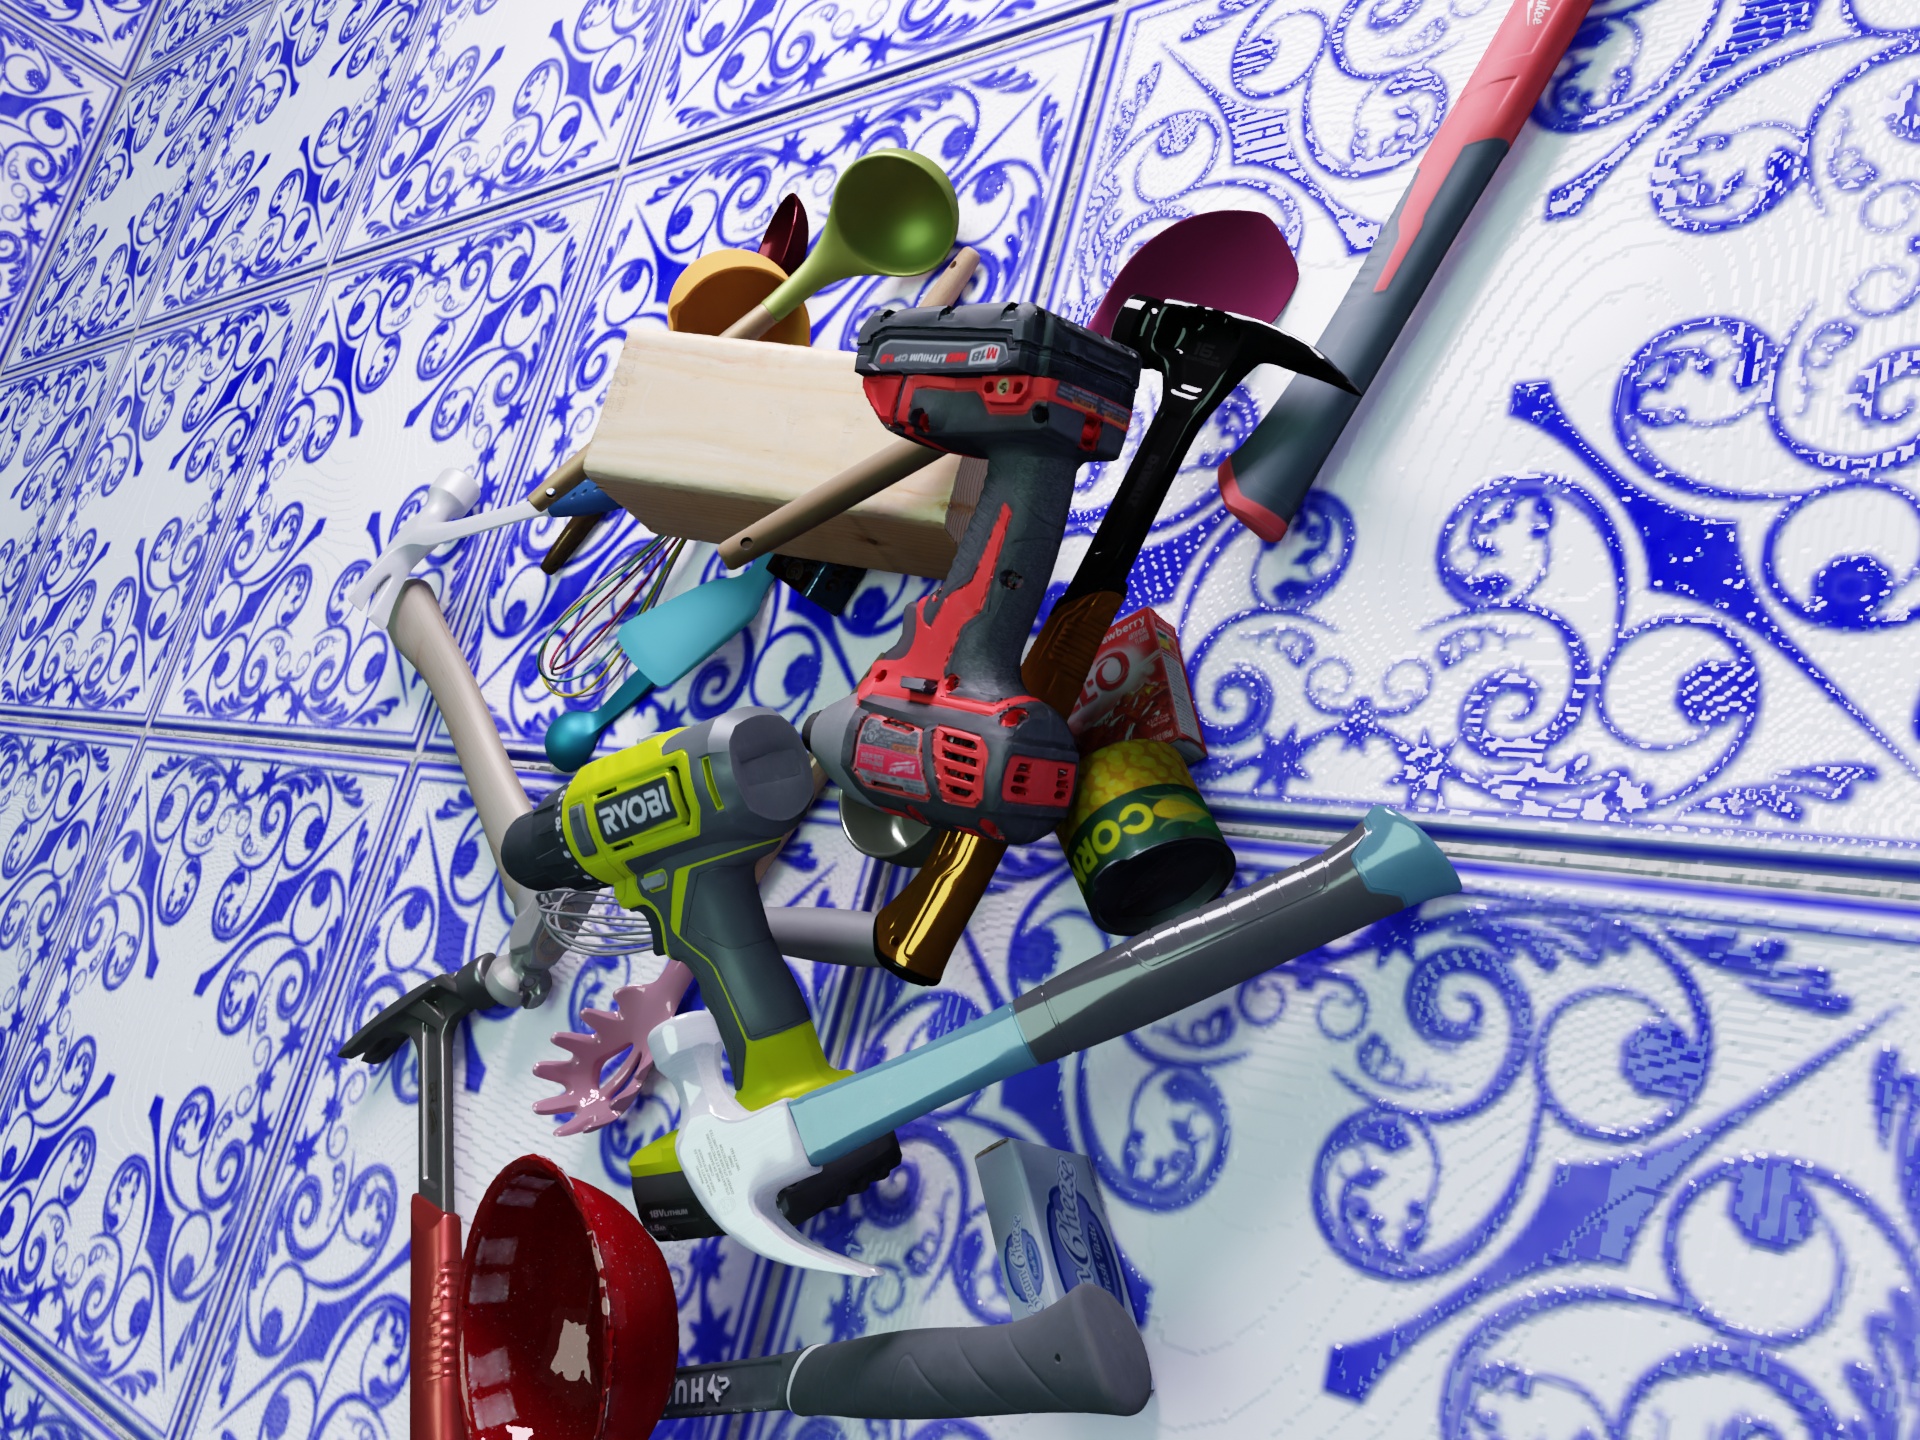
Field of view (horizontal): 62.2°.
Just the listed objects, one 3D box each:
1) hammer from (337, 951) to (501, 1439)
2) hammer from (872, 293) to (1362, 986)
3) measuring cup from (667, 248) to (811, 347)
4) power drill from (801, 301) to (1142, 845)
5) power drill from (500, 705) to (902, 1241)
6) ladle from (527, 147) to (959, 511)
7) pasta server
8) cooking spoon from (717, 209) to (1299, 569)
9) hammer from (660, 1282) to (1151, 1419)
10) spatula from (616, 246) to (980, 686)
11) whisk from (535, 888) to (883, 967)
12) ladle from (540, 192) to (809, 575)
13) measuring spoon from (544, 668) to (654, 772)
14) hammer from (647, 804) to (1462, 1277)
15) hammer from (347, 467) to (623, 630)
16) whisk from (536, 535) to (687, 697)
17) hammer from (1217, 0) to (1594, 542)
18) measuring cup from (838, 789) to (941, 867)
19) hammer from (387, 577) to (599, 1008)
[{"bbox_3d":[-0.309,0.320,0.921,0.149,0.036,0.359,-33,51,25],"label":"hammer"},{"bbox_3d":[0.054,-0.030,0.722,0.127,0.034,0.337,29,93,43],"label":"hammer"},{"bbox_3d":[-0.161,-0.223,1.036,0.173,0.095,0.052,-62,31,27],"label":"measuring cup"},{"bbox_3d":[-0.003,-0.064,0.698,0.143,0.078,0.219,10,91,43],"label":"power drill"},{"bbox_3d":[-0.131,0.122,0.759,0.190,0.080,0.228,-20,86,37],"label":"power drill"},{"bbox_3d":[-0.135,-0.229,0.962,0.320,0.078,0.062,-39,23,1],"label":"ladle"},{"bbox_3d":[-0.129,0.094,0.871,0.060,0.040,0.316,37,95,33],"label":"pasta server"},{"bbox_3d":[0.024,-0.156,0.770,0.319,0.069,0.017,-30,4,-6],"label":"cooking spoon"},{"bbox_3d":[-0.078,0.292,0.688,0.409,0.036,0.149,-26,56,42],"label":"hammer"},{"bbox_3d":[-0.090,-0.154,0.952,0.317,0.044,0.082,-54,41,5],"label":"spatula"},{"bbox_3d":[-0.124,0.103,0.828,0.239,0.055,0.055,3,71,24],"label":"whisk"},{"bbox_3d":[-0.196,-0.223,1.091,0.315,0.031,0.069,-50,31,14],"label":"ladle"},{"bbox_3d":[-0.227,-0.014,1.018,0.128,0.021,0.042,-40,49,23],"label":"measuring spoon"},{"bbox_3d":[0.038,0.118,0.638,0.331,0.033,0.128,-26,69,6],"label":"hammer"},{"bbox_3d":[-0.278,-0.141,1.070,0.405,0.035,0.144,-4,48,43],"label":"hammer"},{"bbox_3d":[-0.194,-0.114,1.026,0.245,0.051,0.047,-49,40,8],"label":"whisk"},{"bbox_3d":[0.238,-0.250,0.713,0.143,0.038,0.386,31,91,44],"label":"hammer"},{"bbox_3d":[-0.001,-0.003,0.806,0.083,0.038,0.167,23,84,45],"label":"measuring cup"},{"bbox_3d":[-0.323,0.005,1.070,0.411,0.038,0.146,49,118,45],"label":"hammer"}]
